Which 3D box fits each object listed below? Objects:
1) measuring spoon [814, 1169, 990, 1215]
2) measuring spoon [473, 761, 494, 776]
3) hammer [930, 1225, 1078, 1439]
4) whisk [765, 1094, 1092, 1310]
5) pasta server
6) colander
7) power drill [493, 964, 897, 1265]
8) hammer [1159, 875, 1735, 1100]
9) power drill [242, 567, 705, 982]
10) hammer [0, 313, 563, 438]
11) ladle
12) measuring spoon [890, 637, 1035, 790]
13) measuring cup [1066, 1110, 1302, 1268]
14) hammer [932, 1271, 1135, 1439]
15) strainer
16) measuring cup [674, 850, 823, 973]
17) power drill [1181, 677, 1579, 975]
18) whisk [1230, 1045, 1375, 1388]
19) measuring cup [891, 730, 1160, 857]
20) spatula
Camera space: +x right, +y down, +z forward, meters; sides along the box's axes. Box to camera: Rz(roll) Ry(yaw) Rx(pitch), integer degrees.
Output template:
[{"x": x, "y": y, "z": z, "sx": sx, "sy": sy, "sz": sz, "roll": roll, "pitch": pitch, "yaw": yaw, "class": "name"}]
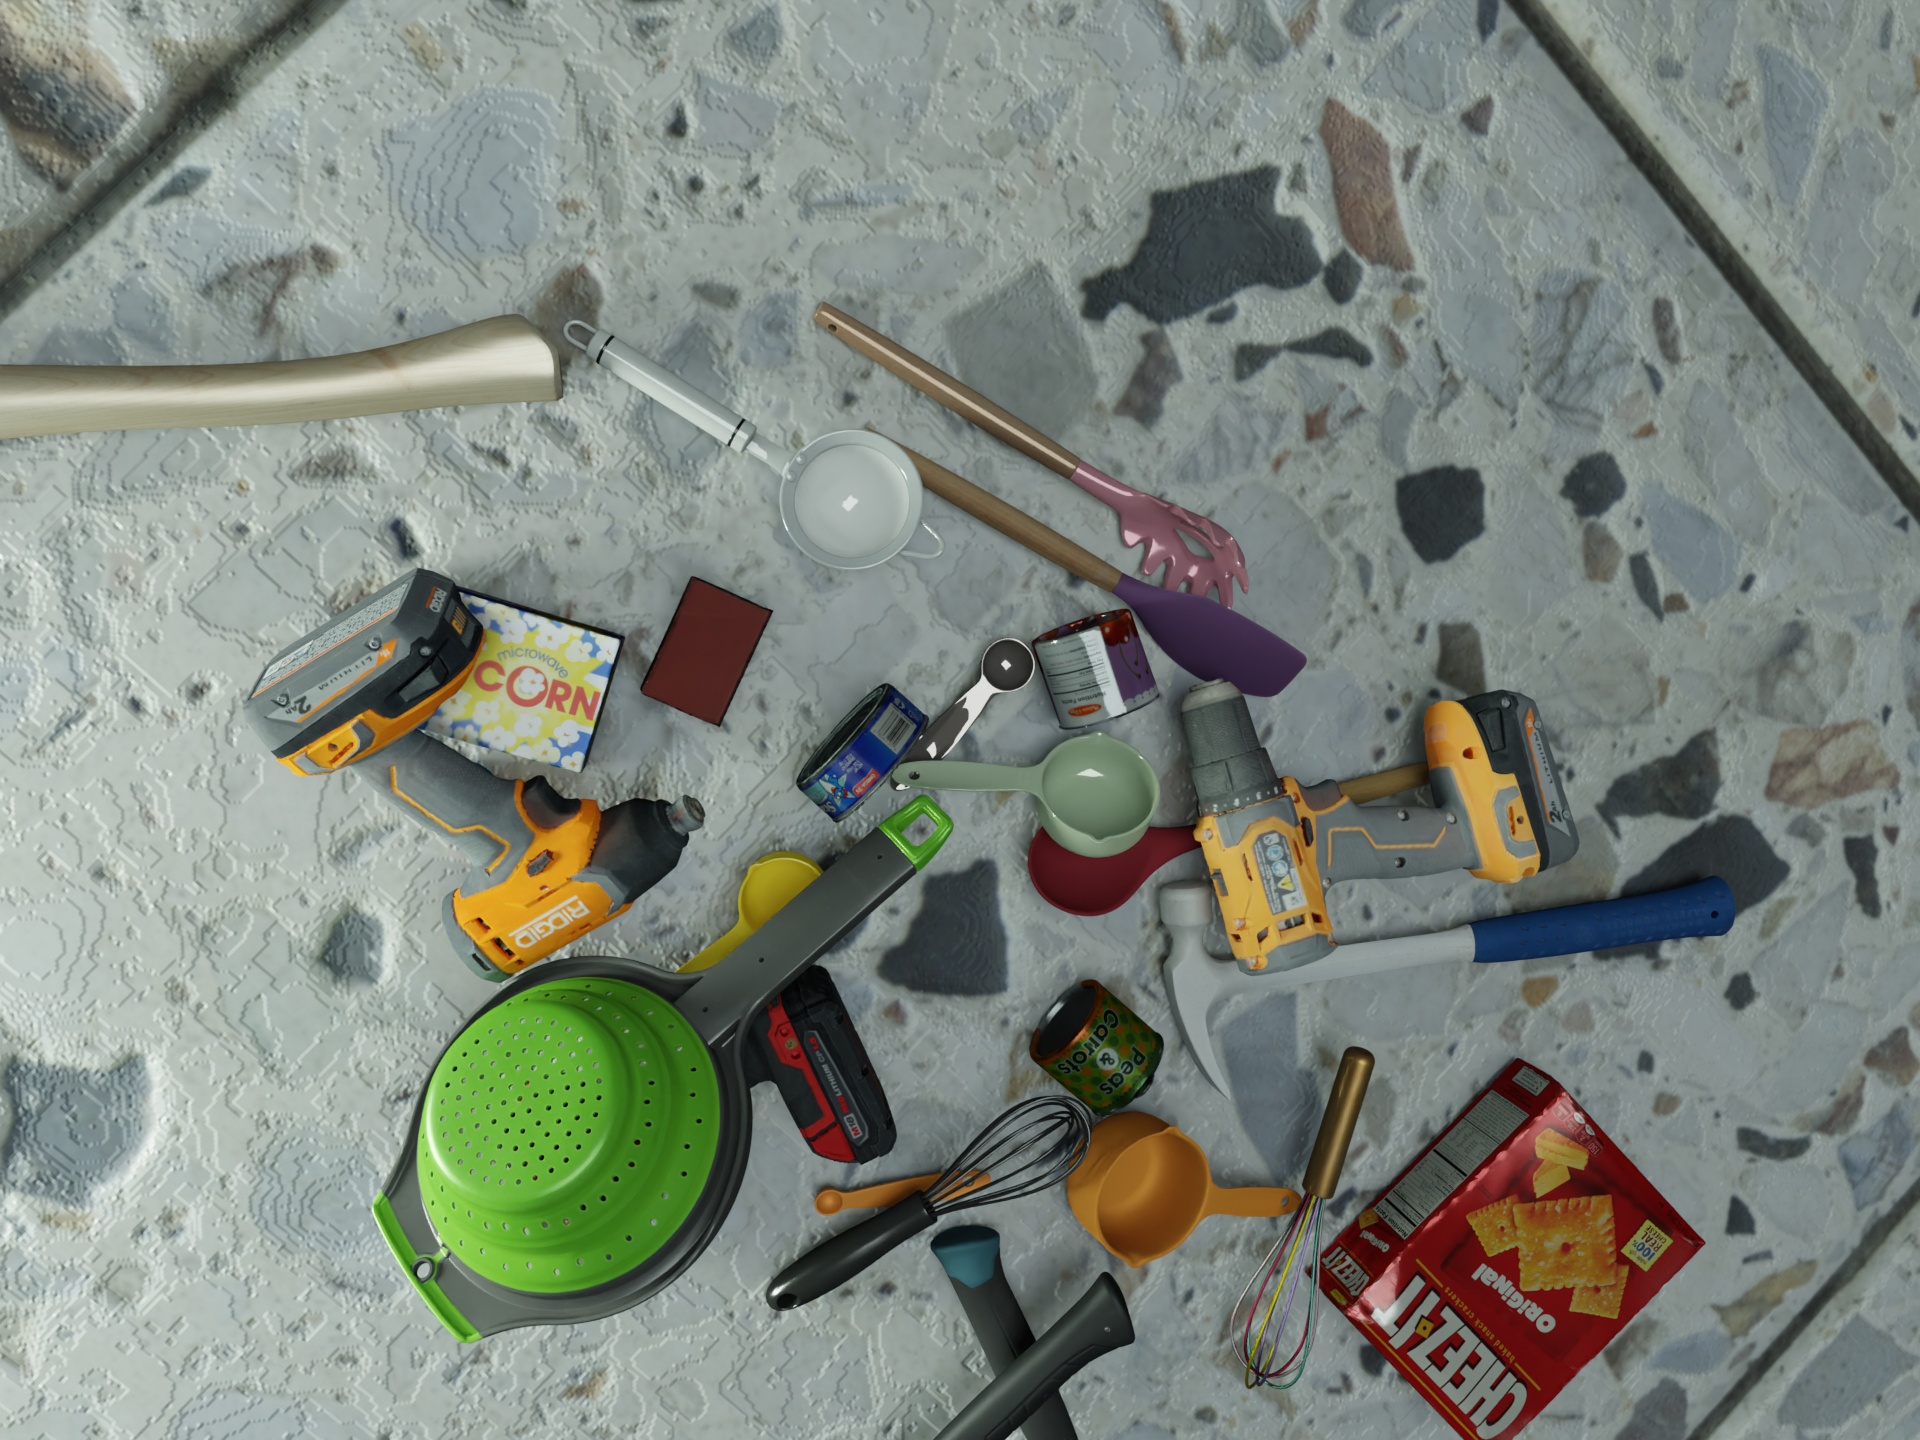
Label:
[{"x": -0.037, "y": 0.303, "z": 1.029, "sx": 0.117, "sy": 0.011, "sz": 0.021, "roll": -4, "pitch": 111, "yaw": -14, "class": "measuring spoon"}, {"x": -0.333, "y": 0.027, "z": 0.935, "sx": 0.128, "sy": 0.021, "sz": 0.042, "roll": 27, "pitch": 89, "yaw": -14, "class": "measuring spoon"}, {"x": 0.064, "y": 0.478, "z": 1.053, "sx": 0.128, "sy": 0.033, "sz": 0.331, "roll": -25, "pitch": 99, "yaw": -9, "class": "hammer"}, {"x": -0.021, "y": 0.309, "z": 1.006, "sx": 0.239, "sy": 0.055, "sz": 0.055, "roll": -32, "pitch": 101, "yaw": 4, "class": "whisk"}, {"x": 0.046, "y": -0.165, "z": 0.985, "sx": 0.316, "sy": 0.060, "sz": 0.040, "roll": 30, "pitch": 49, "yaw": -10, "class": "pasta server"}, {"x": -0.163, "y": 0.165, "z": 0.885, "sx": 0.397, "sy": 0.094, "sz": 0.205, "roll": -41, "pitch": 65, "yaw": -12, "class": "colander"}, {"x": -0.157, "y": 0.252, "z": 0.967, "sx": 0.219, "sy": 0.078, "sz": 0.143, "roll": -24, "pitch": 102, "yaw": -5, "class": "power drill"}, {"x": 0.333, "y": 0.157, "z": 1.074, "sx": 0.405, "sy": 0.035, "sz": 0.144, "roll": -6, "pitch": 96, "yaw": -11, "class": "hammer"}, {"x": -0.260, "y": 0.030, "z": 0.885, "sx": 0.164, "sy": 0.084, "sz": 0.226, "roll": -29, "pitch": 119, "yaw": 9, "class": "power drill"}, {"x": -0.433, "y": -0.172, "z": 0.891, "sx": 0.410, "sy": 0.038, "sz": 0.146, "roll": -6, "pitch": 98, "yaw": -11, "class": "hammer"}, {"x": 0.191, "y": 0.064, "z": 1.041, "sx": 0.315, "sy": 0.031, "sz": 0.069, "roll": -14, "pitch": 78, "yaw": -12, "class": "ladle"}, {"x": -0.002, "y": -0.003, "z": 1.006, "sx": 0.034, "sy": 0.018, "sz": 0.124, "roll": 42, "pitch": 93, "yaw": -12, "class": "measuring spoon"}, {"x": 0.147, "y": 0.305, "z": 1.049, "sx": 0.173, "sy": 0.052, "sz": 0.095, "roll": 13, "pitch": 94, "yaw": -31, "class": "measuring cup"}, {"x": -0.019, "y": 0.470, "z": 1.007, "sx": 0.146, "sy": 0.035, "sz": 0.335, "roll": 44, "pitch": 96, "yaw": -10, "class": "hammer"}, {"x": -0.123, "y": -0.167, "z": 0.952, "sx": 0.258, "sy": 0.050, "sz": 0.087, "roll": 32, "pitch": 83, "yaw": -7, "class": "strainer"}, {"x": -0.146, "y": 0.140, "z": 0.988, "sx": 0.156, "sy": 0.029, "sz": 0.062, "roll": -40, "pitch": 101, "yaw": 7, "class": "measuring cup"}, {"x": 0.255, "y": 0.043, "z": 1.007, "sx": 0.226, "sy": 0.084, "sz": 0.185, "roll": -16, "pitch": 87, "yaw": -10, "class": "power drill"}, {"x": 0.229, "y": 0.331, "z": 1.047, "sx": 0.047, "sy": 0.051, "sz": 0.245, "roll": 10, "pitch": 100, "yaw": -30, "class": "whisk"}, {"x": 0.040, "y": 0.047, "z": 0.998, "sx": 0.167, "sy": 0.038, "sz": 0.083, "roll": 4, "pitch": 55, "yaw": -1, "class": "measuring cup"}, {"x": 0.075, "y": -0.098, "z": 1.001, "sx": 0.315, "sy": 0.018, "sz": 0.059, "roll": 29, "pitch": 132, "yaw": -9, "class": "spatula"}]
